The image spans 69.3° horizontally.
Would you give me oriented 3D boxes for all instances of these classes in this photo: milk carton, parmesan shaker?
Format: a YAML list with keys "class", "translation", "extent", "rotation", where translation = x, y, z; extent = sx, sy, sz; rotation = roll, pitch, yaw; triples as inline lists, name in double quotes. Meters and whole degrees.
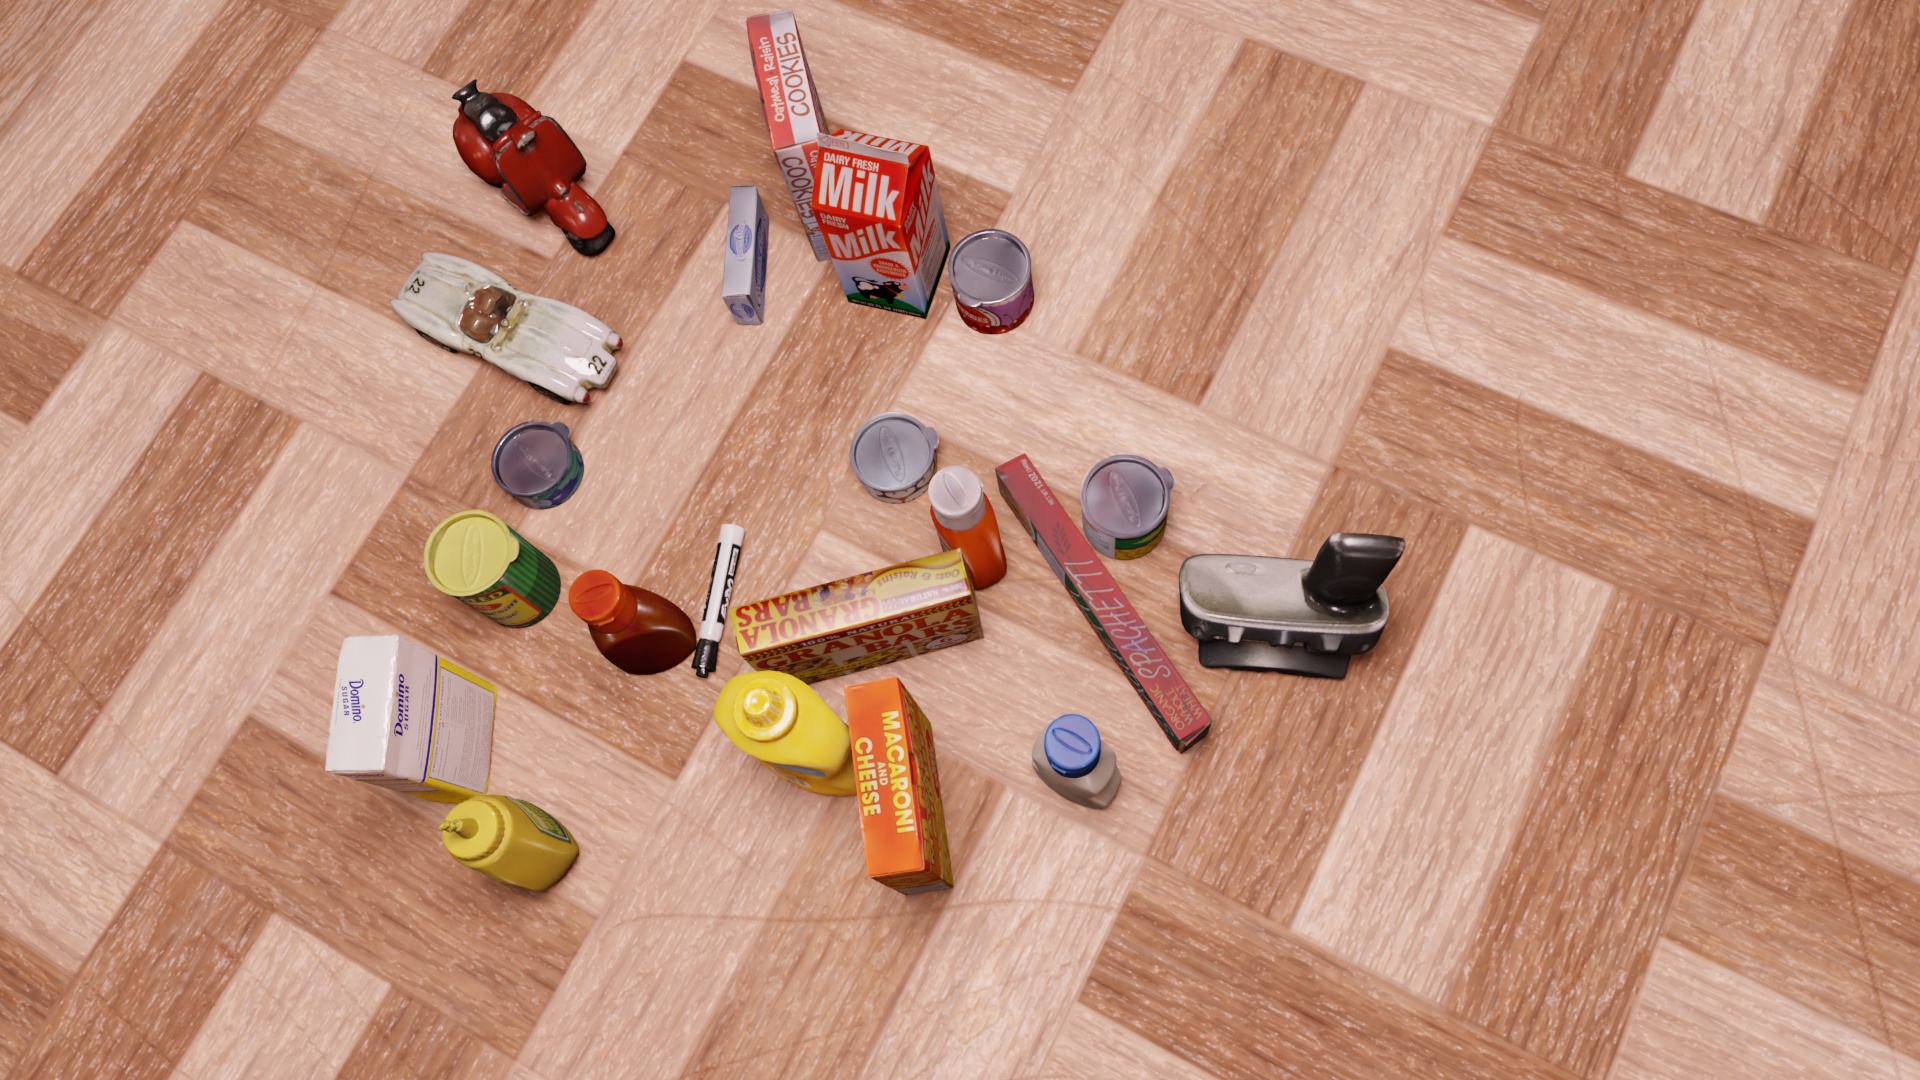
- class: "milk carton"
  translation: [-0.061, -0.252, 1.072]
  extent: [0.072, 0.190, 0.073]
  rotation: [15, 74, 10]
- class: "parmesan shaker"
  translation: [-0.350, 0.024, 1.054]
  extent: [0.071, 0.103, 0.071]
  rotation: [-2, 72, 5]

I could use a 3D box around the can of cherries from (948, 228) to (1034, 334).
- class: "can of cherries"
  translation: [0.024, -0.206, 1.118]
  extent: [0.071, 0.058, 0.071]
  rotation: [-2, 72, 5]

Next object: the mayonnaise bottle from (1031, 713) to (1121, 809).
- class: "mayonnaise bottle"
  translation: [0.078, 0.149, 0.947]
  extent: [0.065, 0.147, 0.041]
  rotation: [28, 77, 14]

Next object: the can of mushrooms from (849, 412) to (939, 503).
- class: "can of mushrooms"
  translation: [-0.050, -0.065, 1.092]
  extent: [0.071, 0.033, 0.071]
  rotation: [-2, 72, 5]

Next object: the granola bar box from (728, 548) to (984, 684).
- class: "granola bar box"
  translation: [-0.070, 0.061, 1.004]
  extent: [0.166, 0.124, 0.039]
  rotation: [-15, 71, 1]

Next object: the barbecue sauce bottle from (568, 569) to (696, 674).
- class: "barbecue sauce bottle"
  translation: [-0.241, 0.059, 1.008]
  extent: [0.065, 0.148, 0.044]
  rotation: [-22, 71, -2]

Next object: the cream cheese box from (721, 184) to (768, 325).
- class: "cream cheese box"
  translation: [-0.177, -0.236, 1.150]
  extent: [0.024, 0.053, 0.104]
  rotation: [-1, 72, 5]

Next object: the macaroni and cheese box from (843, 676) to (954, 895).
- class: "macaroni and cheese box"
  translation: [-0.039, 0.170, 0.942]
  extent: [0.040, 0.166, 0.124]
  rotation: [-10, 71, 2]

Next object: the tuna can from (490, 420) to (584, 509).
- class: "tuna can"
  translation: [-0.338, -0.062, 1.119]
  extent: [0.071, 0.032, 0.071]
  rotation: [-2, 72, 5]

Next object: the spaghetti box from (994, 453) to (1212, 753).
- class: "spaghetti box"
  translation: [0.104, 0.045, 1.031]
  extent: [0.029, 0.050, 0.250]
  rotation: [-32, 72, -5]

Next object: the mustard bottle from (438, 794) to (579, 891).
- class: "mustard bottle"
  translation: [-0.317, 0.206, 0.960]
  extent: [0.065, 0.159, 0.049]
  rotation: [37, 79, 15]

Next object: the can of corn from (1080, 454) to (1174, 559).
- class: "can of corn"
  translation: [0.126, -0.025, 1.048]
  extent: [0.071, 0.058, 0.071]
  rotation: [-2, 72, 5]

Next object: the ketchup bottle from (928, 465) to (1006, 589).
- class: "ketchup bottle"
  translation: [0.004, -0.013, 1.008]
  extent: [0.043, 0.148, 0.065]
  rotation: [-31, 72, -4]

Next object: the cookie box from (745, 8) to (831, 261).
- class: "cookie box"
  translation: [-0.126, -0.320, 1.114]
  extent: [0.040, 0.167, 0.123]
  rotation: [-14, 71, 1]
